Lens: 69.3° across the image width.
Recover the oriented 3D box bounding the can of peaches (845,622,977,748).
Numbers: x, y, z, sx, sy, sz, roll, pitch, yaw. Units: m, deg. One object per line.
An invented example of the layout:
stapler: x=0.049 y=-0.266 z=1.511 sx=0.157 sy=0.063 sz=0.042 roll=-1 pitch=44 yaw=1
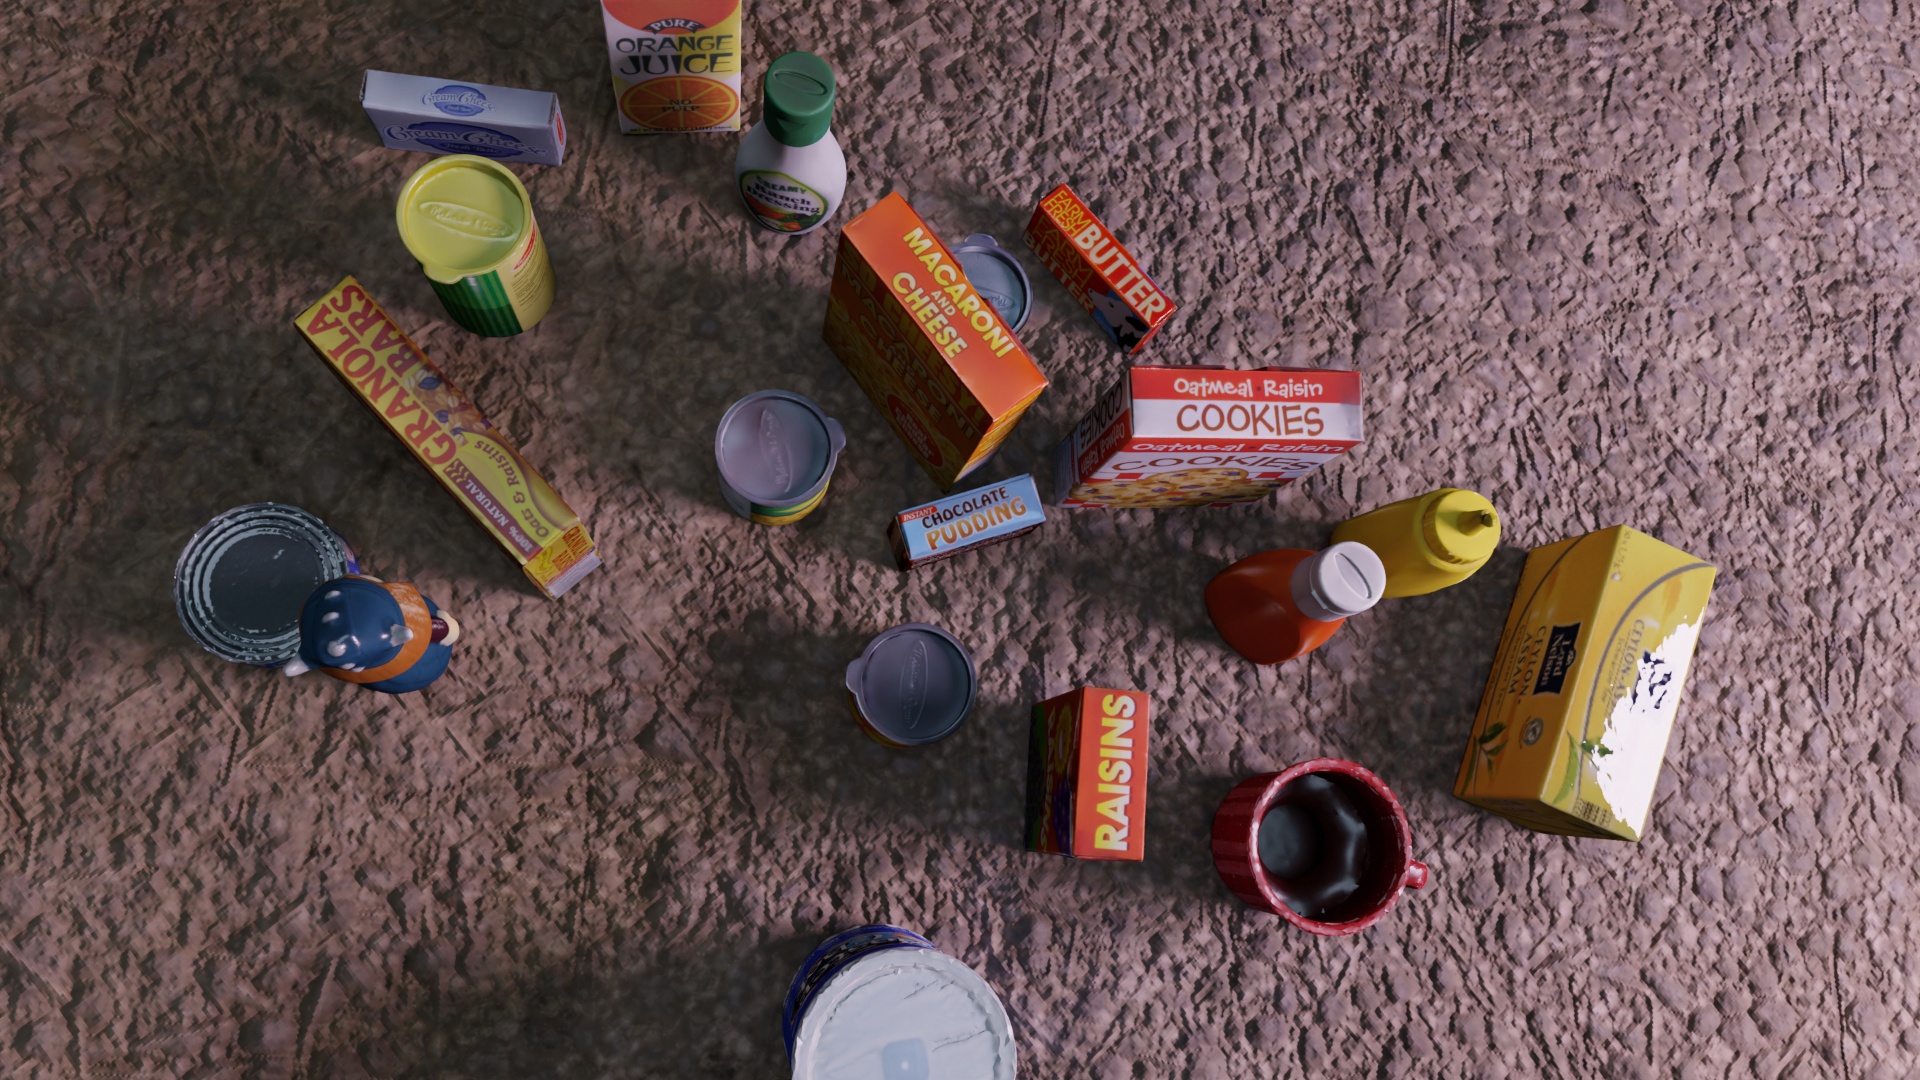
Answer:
can of peaches: x=-0.031 y=0.081 z=0.770 sx=0.071 sy=0.058 sz=0.071 roll=2 pitch=79 yaw=-9

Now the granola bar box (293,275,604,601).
granola bar box: x=-0.261 y=-0.046 z=0.723 sx=0.039 sy=0.124 sz=0.165 roll=-43 pitch=88 yaw=-14

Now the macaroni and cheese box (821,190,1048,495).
macaroni and cheese box: x=-0.020 y=-0.101 z=0.752 sx=0.040 sy=0.166 sz=0.124 roll=-37 pitch=87 yaw=-14

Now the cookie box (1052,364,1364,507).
cookie box: x=0.130 y=-0.054 z=0.767 sx=0.123 sy=0.167 sz=0.040 roll=0 pitch=79 yaw=-9

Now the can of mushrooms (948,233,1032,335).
can of mushrooms: x=0.008 y=-0.145 z=0.834 sx=0.071 sy=0.033 sz=0.071 roll=2 pitch=79 yaw=-9

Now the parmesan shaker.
parmesan shaker: x=-0.262 y=-0.154 z=0.755 sx=0.071 sy=0.103 sz=0.071 roll=2 pitch=79 yaw=-9

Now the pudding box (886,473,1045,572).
pudding box: x=0.003 y=-0.010 z=0.798 sx=0.084 sy=0.049 sz=0.030 roll=-17 pitch=82 yaw=-12

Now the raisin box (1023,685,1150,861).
raisin box: x=0.065 y=0.126 z=0.743 sx=0.040 sy=0.123 sz=0.086 roll=7 pitch=78 yaw=-8

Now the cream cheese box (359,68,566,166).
cream cheese box: x=-0.282 y=-0.240 z=0.795 sx=0.104 sy=0.053 sz=0.024 roll=5 pitch=79 yaw=-8

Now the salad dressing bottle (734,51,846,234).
salad dressing bottle: x=-0.093 y=-0.219 z=0.773 sx=0.064 sy=0.147 sz=0.044 roll=17 pitch=77 yaw=-6

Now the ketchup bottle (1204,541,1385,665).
ketchup bottle: x=0.185 y=0.032 z=0.768 sx=0.043 sy=0.148 sz=0.065 roll=-36 pitch=87 yaw=-14

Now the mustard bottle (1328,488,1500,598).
mustard bottle: x=0.262 y=0.000 z=0.782 sx=0.065 sy=0.160 sz=0.049 roll=3 pitch=79 yaw=-9

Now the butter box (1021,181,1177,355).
butter box: x=0.082 y=-0.163 z=0.840 sx=0.024 sy=0.053 sz=0.103 roll=-41 pitch=88 yaw=-14

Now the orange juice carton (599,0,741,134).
orange juice carton: x=-0.158 y=-0.298 z=0.755 sx=0.072 sy=0.192 sz=0.073 roll=-5 pitch=80 yaw=-10

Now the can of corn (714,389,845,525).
can of corn: x=-0.102 y=-0.046 z=0.783 sx=0.071 sy=0.058 sz=0.071 roll=2 pitch=79 yaw=-9
